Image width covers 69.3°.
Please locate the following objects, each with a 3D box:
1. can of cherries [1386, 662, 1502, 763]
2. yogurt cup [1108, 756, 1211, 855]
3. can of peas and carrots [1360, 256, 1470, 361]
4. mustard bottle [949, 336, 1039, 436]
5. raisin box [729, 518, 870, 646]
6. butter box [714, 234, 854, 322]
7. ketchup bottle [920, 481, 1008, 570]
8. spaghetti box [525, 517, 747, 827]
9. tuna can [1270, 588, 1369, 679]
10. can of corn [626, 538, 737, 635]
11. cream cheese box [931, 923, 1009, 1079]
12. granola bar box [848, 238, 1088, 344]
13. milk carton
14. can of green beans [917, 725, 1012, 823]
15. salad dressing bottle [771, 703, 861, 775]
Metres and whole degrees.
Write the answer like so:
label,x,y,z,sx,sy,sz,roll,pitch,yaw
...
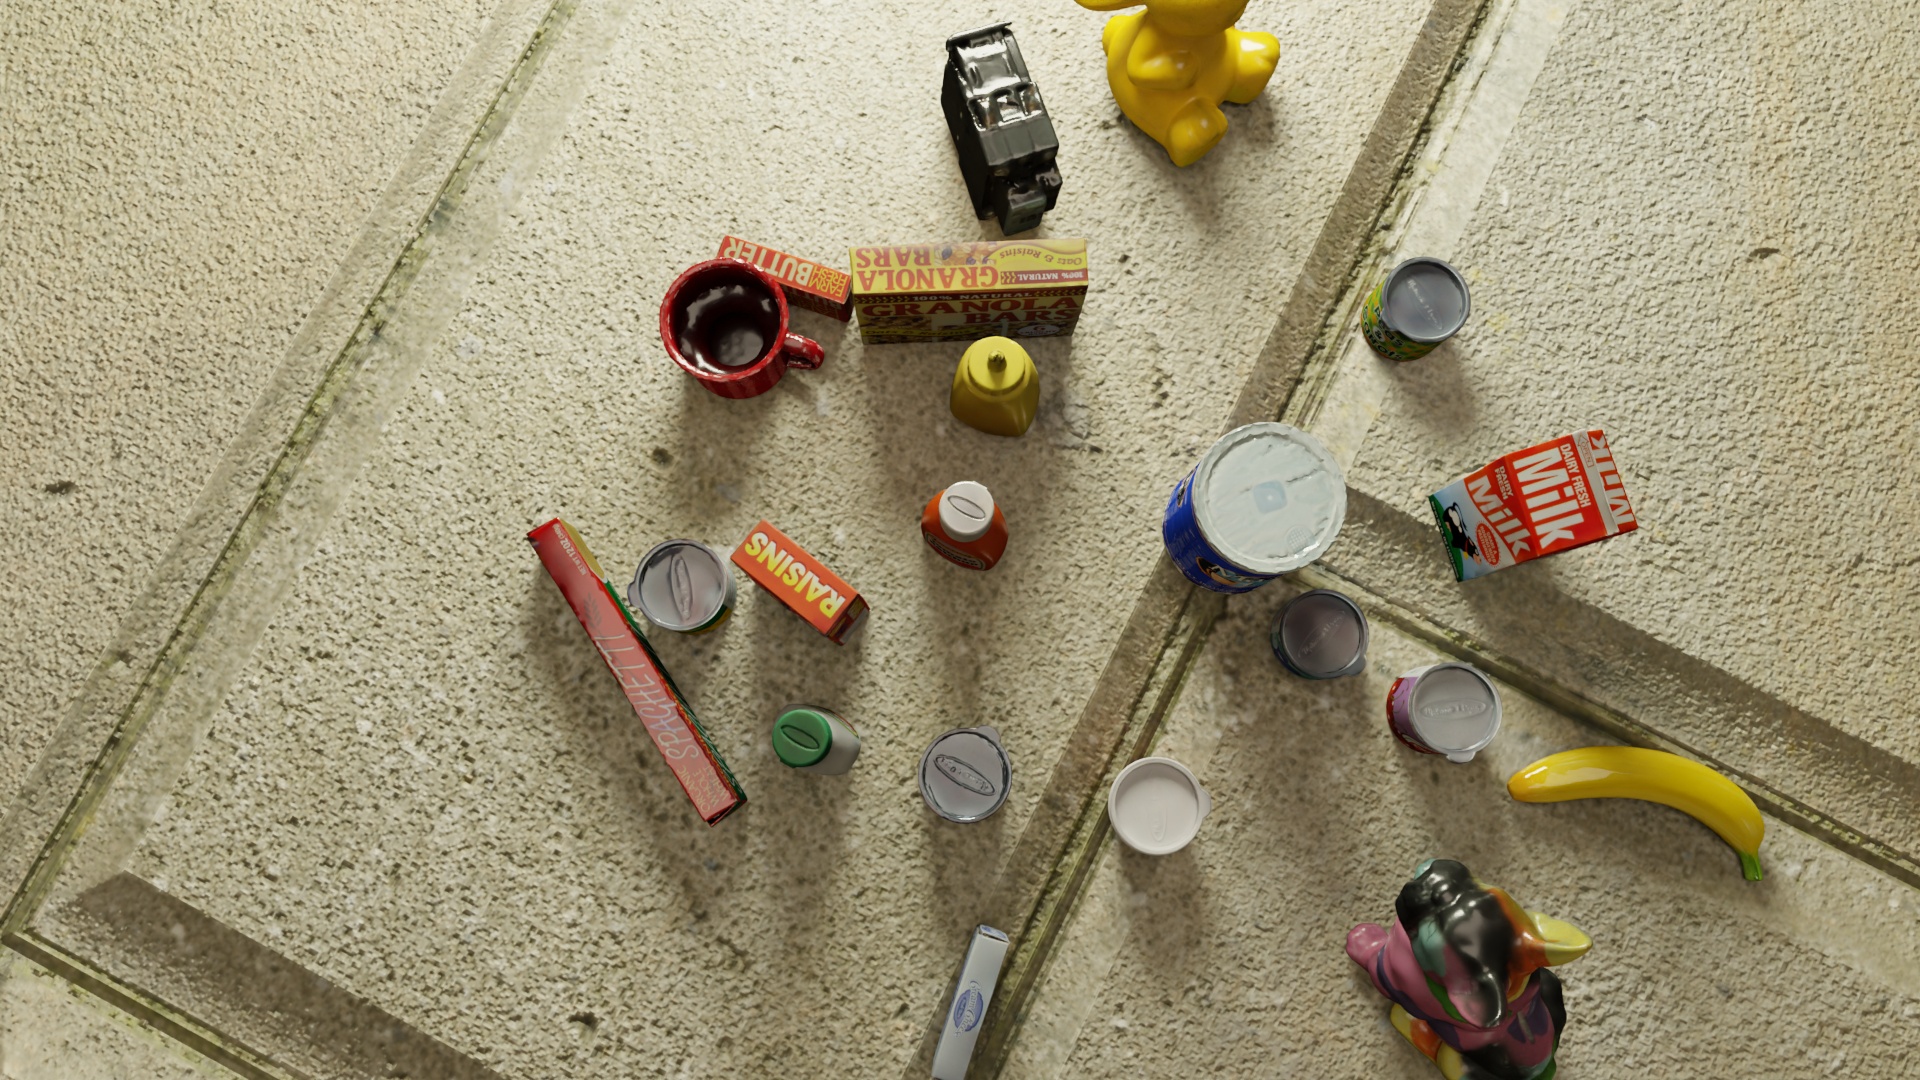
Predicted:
label,x,y,z,sx,sy,sz,roll,pitch,yaw
can of cherries,0.349,0.125,1.008,0.071,0.058,0.071,0,82,-1
yogurt cup,0.137,0.189,0.997,0.072,0.054,0.072,0,82,-1
can of peas and carrots,0.342,-0.173,1.053,0.071,0.058,0.071,0,82,-1
mustard bottle,0.026,-0.113,0.988,0.065,0.160,0.049,17,82,2
raisin box,-0.111,0.032,0.983,0.086,0.123,0.040,38,83,5
butter box,-0.131,-0.198,1.053,0.103,0.053,0.024,18,82,2
ketchup bottle,0.003,-0.012,0.978,0.065,0.148,0.043,28,83,3
spaghetti box,-0.234,0.095,1.009,0.029,0.050,0.250,-33,83,-5
tuna can,0.267,0.072,1.028,0.071,0.033,0.071,0,81,-1
can of corn,-0.202,0.036,1.014,0.071,0.058,0.071,0,82,-1
cream cheese box,0.007,0.325,0.975,0.024,0.053,0.104,19,82,2
granola bar box,0.006,-0.180,1.016,0.166,0.124,0.039,-3,82,-1
milk carton,0.401,-0.024,0.964,0.073,0.190,0.072,-15,82,-3
can of green beans,0.003,0.168,0.997,0.071,0.057,0.071,0,82,-1
salad dressing bottle,-0.102,0.136,0.955,0.064,0.147,0.044,29,83,3
